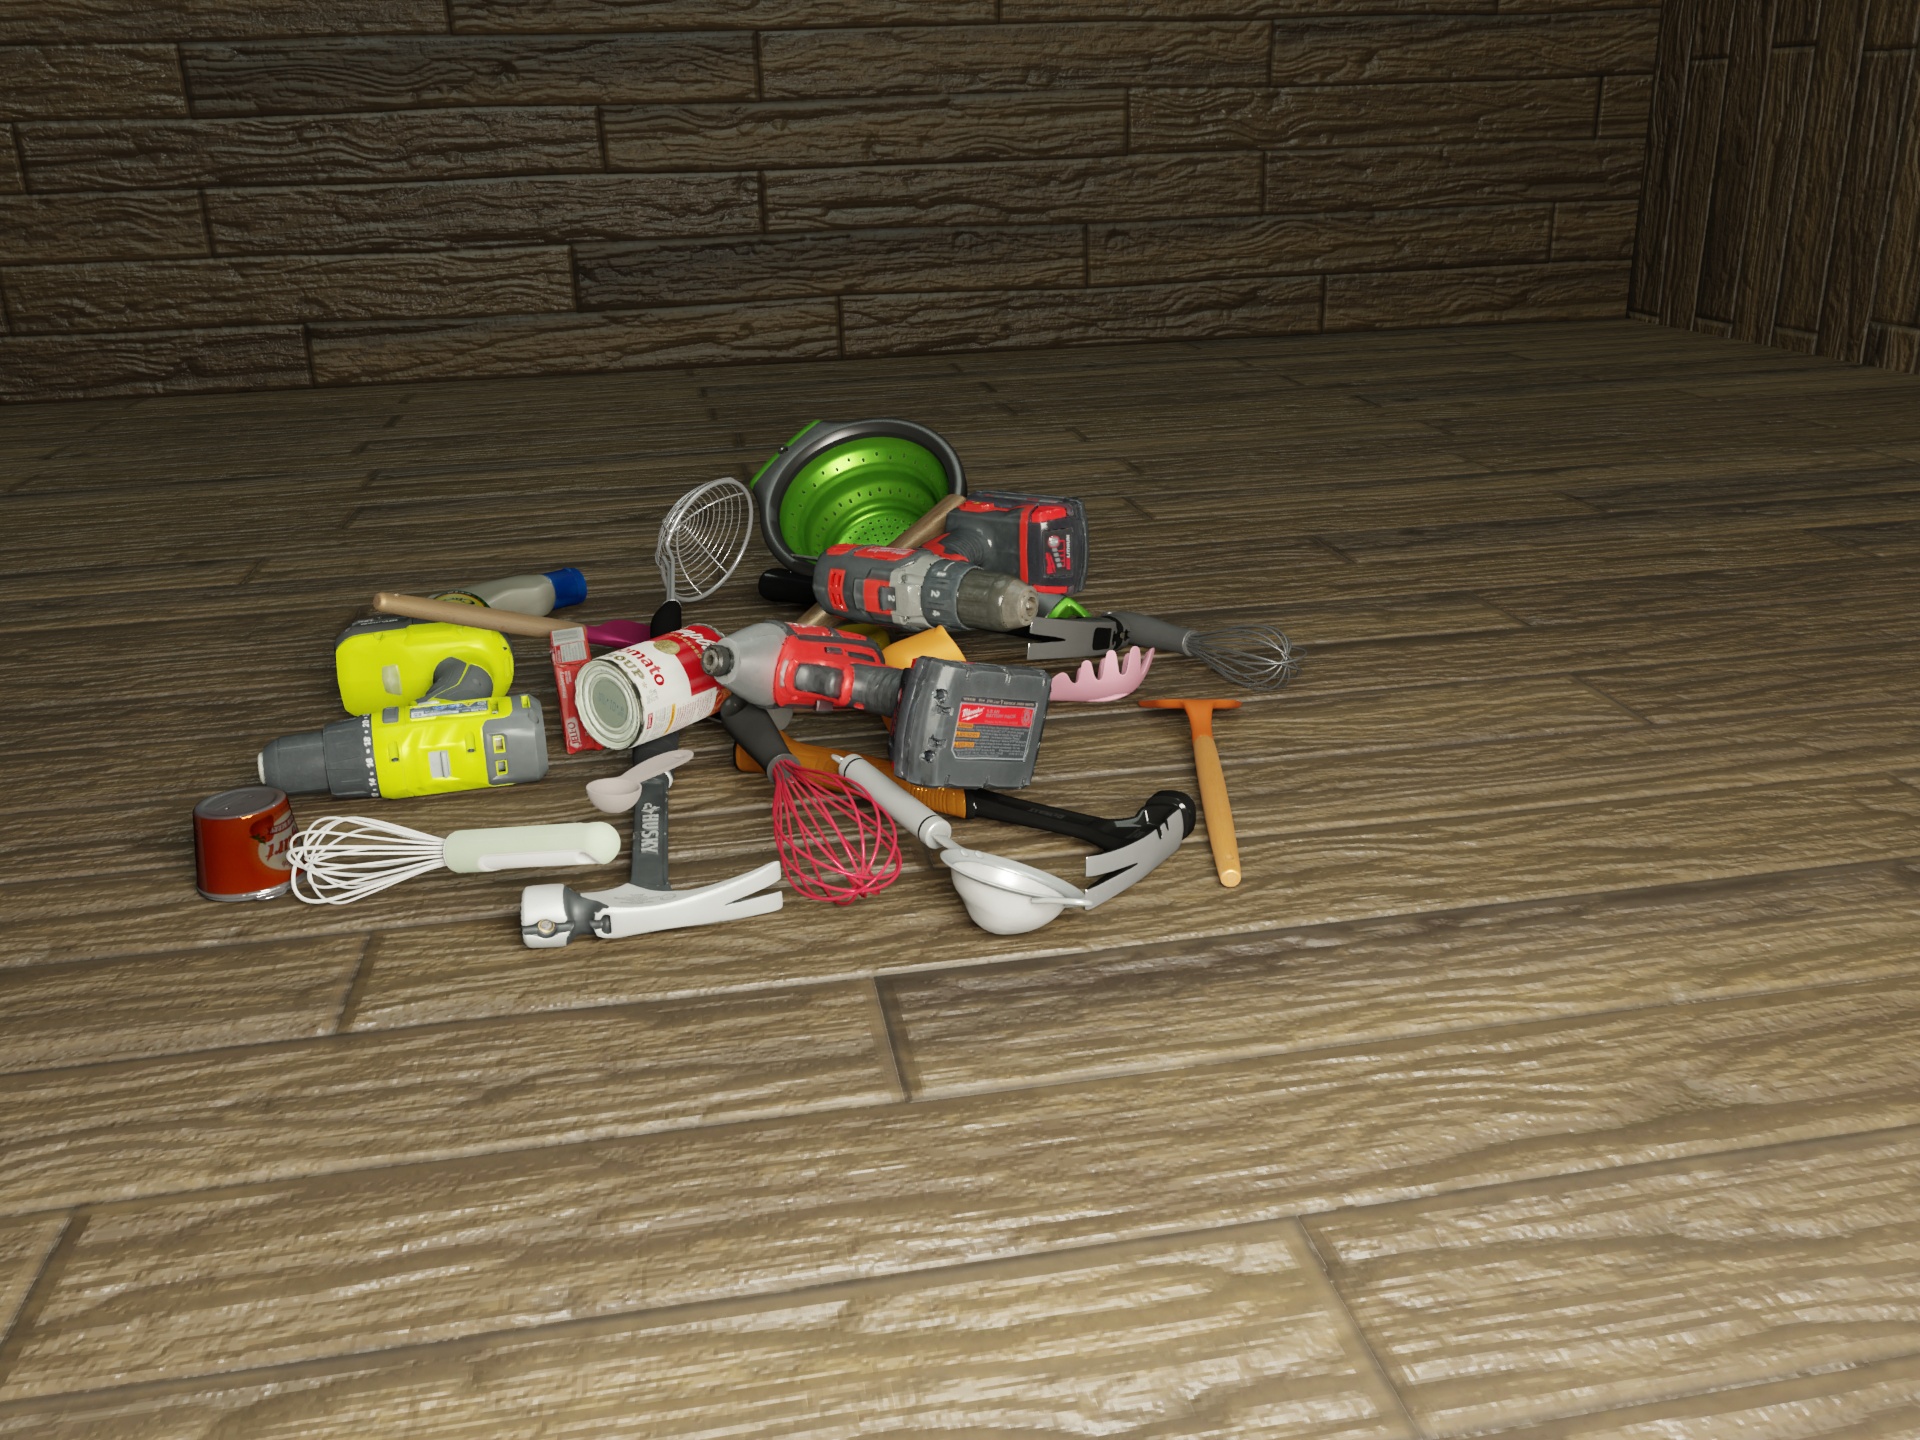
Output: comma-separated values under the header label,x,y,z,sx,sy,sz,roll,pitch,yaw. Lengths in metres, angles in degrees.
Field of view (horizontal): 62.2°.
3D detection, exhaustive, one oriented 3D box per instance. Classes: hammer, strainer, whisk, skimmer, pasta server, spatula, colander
label,x,y,z,sx,sy,sz,roll,pitch,yaw
hammer,-0.021,0.051,1.059,0.337,0.034,0.127,11,23,32
strainer,-0.011,0.073,0.957,0.086,0.050,0.259,12,14,-39
whisk,-0.304,0.079,0.941,0.246,0.057,0.059,-5,57,25
whisk,-0.109,0.040,1.027,0.073,0.073,0.296,-10,25,-20
skimmer,-0.226,-0.115,1.408,0.090,0.127,0.364,12,24,-14
hammer,-0.099,-0.100,1.327,0.130,0.031,0.331,13,42,37
pasta server,-0.004,-0.028,1.263,0.316,0.040,0.060,-3,-4,1
hammer,-0.031,-0.096,1.384,0.335,0.035,0.146,11,10,26
whisk,0.197,-0.067,1.340,0.055,0.055,0.239,-15,20,-32
spatula,0.171,0.035,1.104,0.081,0.041,0.323,0,25,3
hammer,-0.207,0.044,1.091,0.149,0.036,0.409,-4,20,-8
colander,-0.027,-0.154,1.529,0.397,0.094,0.204,33,70,29

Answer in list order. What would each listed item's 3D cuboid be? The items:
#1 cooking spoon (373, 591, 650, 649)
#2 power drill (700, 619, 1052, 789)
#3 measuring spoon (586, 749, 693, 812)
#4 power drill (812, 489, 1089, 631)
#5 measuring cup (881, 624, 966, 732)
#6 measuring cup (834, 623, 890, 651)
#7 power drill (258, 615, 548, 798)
label,x,y,z,sx,sy,sz,roll,pitch,yaw
cooking spoon,-0.327,-0.074,1.284,0.069,0.017,0.318,37,18,35
power drill,-0.061,-0.019,1.045,0.220,0.078,0.143,18,9,41
measuring spoon,-0.205,0.040,1.042,0.034,0.018,0.124,8,14,15
power drill,0.019,-0.120,1.257,0.188,0.080,0.226,11,23,33
measuring cup,-0.009,-0.004,1.132,0.052,0.095,0.174,-20,29,-20
measuring cup,-0.052,-0.057,1.349,0.157,0.029,0.062,13,25,41
power drill,-0.415,-0.008,1.191,0.190,0.080,0.229,-7,24,-16
